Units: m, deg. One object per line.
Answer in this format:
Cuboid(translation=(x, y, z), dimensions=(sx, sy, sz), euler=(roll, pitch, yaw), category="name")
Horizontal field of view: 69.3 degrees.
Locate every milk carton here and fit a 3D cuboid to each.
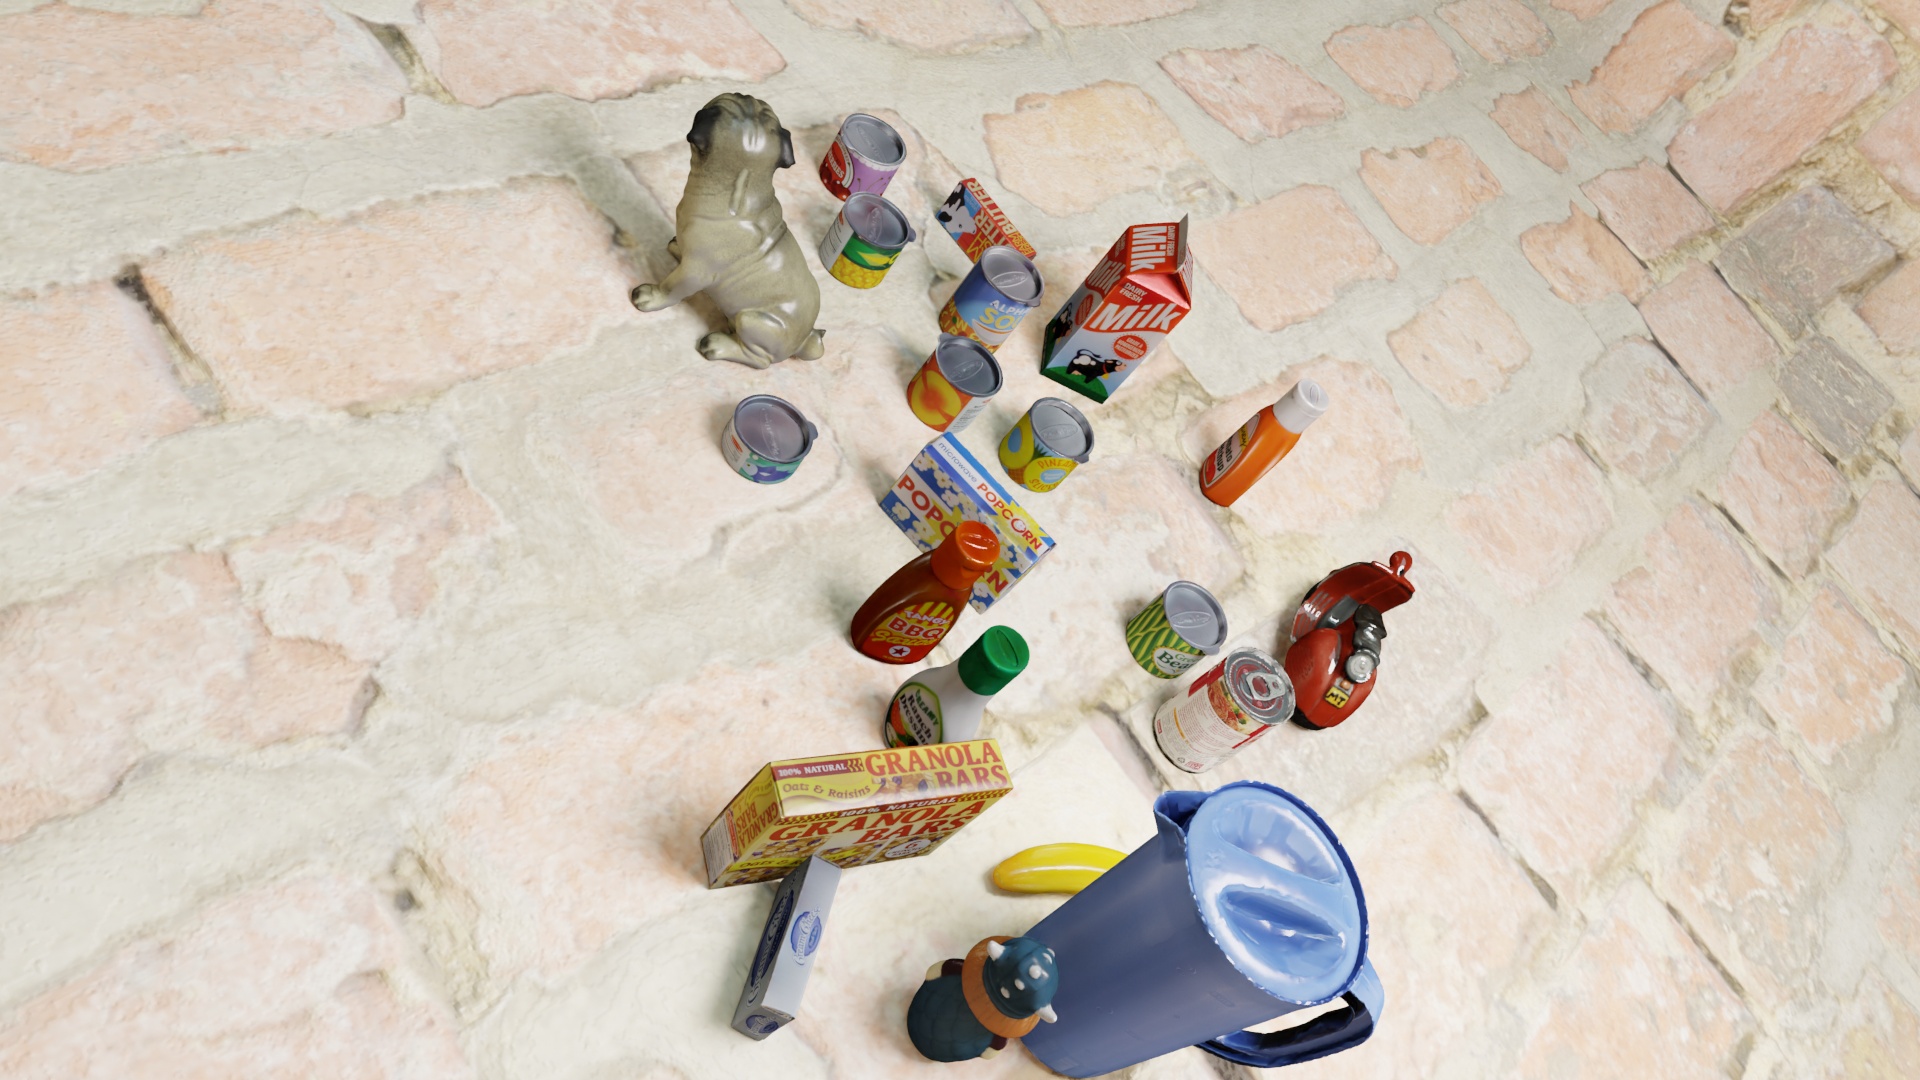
Cuboid(translation=(0.154, -0.218, 1.282), dimensions=(0.073, 0.189, 0.073), euler=(24, 48, -18), category="milk carton")

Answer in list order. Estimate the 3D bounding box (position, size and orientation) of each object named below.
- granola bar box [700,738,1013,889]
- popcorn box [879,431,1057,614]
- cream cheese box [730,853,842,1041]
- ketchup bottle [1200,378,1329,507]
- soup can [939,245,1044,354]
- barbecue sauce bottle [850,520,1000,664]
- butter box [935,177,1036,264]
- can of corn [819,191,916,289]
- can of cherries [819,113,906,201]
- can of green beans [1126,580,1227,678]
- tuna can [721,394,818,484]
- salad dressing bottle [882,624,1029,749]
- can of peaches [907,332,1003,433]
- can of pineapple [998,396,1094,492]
Cuboid(translation=(-0.068, 0.174, 0.894), dimensions=(0.166, 0.123, 0.039), euler=(0, 59, -34), category="granola bar box")
Cuboid(translation=(0.004, -0.014, 1.107), dimensions=(0.127, 0.084, 0.038), euler=(47, 46, 5), category="popcorn box")
Cuboid(translation=(-0.107, 0.252, 0.861), dimensions=(0.024, 0.053, 0.104), euler=(29, 47, -13), category="cream cheese box")
Cuboid(translation=(0.286, -0.094, 1.307), dimensions=(0.043, 0.148, 0.065), euler=(28, 47, -14), category="ketchup bottle")
Cuboid(translation=(0.029, -0.216, 1.272), dimensions=(0.071, 0.083, 0.072), euler=(18, 50, -22), category="soup can")
Cuboid(translation=(-0.022, 0.038, 1.007), dimensions=(0.065, 0.147, 0.044), euler=(15, 52, -25), category="barbecue sauce bottle")
Cuboid(translation=(0.025, -0.297, 1.350), dimensions=(0.024, 0.053, 0.103), euler=(-29, 77, -43), category="butter box")
Cuboid(translation=(-0.084, -0.269, 1.254), dimensions=(0.071, 0.058, 0.071), euler=(18, 50, -22), category="can of corn")
Cuboid(translation=(-0.095, -0.359, 1.313), dimensions=(0.071, 0.058, 0.072), euler=(18, 50, -22), category="can of cherries")
Cuboid(translation=(0.183, 0.076, 1.178), dimensions=(0.071, 0.057, 0.071), euler=(18, 50, -22), category="can of green beans")
Cuboid(translation=(-0.150, -0.079, 1.090), dimensions=(0.071, 0.032, 0.071), euler=(17, 50, -22), category="tuna can")
Cuboid(translation=(-0.004, 0.108, 0.969), dimensions=(0.044, 0.147, 0.064), euler=(-12, 66, -39), category="salad dressing bottle")
Cuboid(translation=(-0.007, -0.137, 1.209), dimensions=(0.071, 0.057, 0.071), euler=(18, 50, -22), category="can of peaches")
Cuboid(translation=(0.076, -0.082, 1.223), dimensions=(0.071, 0.057, 0.071), euler=(18, 50, -22), category="can of pineapple")
